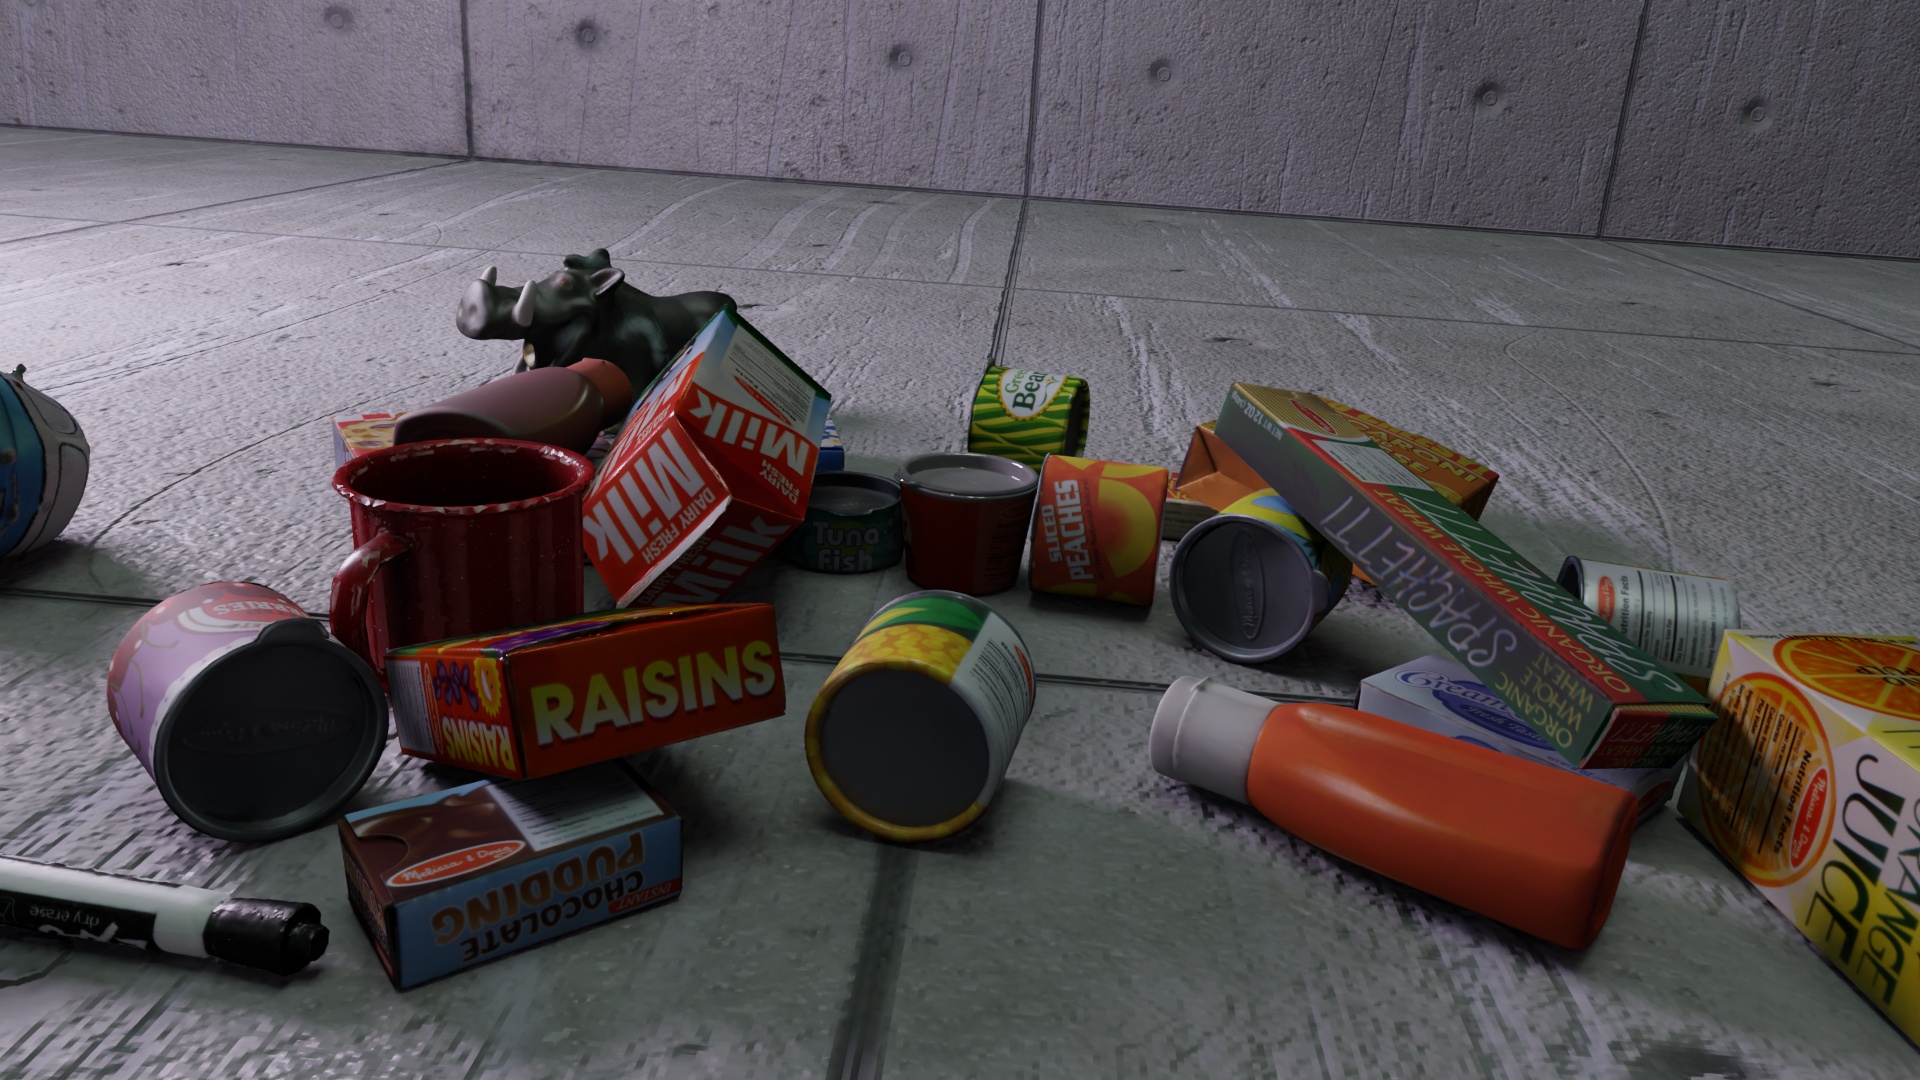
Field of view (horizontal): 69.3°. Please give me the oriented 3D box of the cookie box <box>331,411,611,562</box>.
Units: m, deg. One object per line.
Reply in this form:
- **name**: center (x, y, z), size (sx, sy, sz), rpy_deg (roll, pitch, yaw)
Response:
- **cookie box**: center (-0.240, -0.030, 0.702), size (0.123, 0.040, 0.168), rpy_deg (-8, 23, -29)

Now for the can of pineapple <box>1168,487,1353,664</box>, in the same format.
- **can of pineapple**: center (0.134, 0.015, 0.609), size (0.071, 0.070, 0.058), rpy_deg (14, 21, 27)

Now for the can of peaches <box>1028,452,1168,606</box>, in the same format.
- **can of peaches**: center (0.065, -0.005, 0.649), size (0.058, 0.071, 0.071), rpy_deg (8, 19, 9)

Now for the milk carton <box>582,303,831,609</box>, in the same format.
- **milk carton**: center (-0.115, -0.032, 0.626), size (0.073, 0.072, 0.191), rpy_deg (41, 19, -19)

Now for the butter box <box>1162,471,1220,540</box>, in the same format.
- **butter box**: center (0.108, -0.021, 0.766), size (0.103, 0.024, 0.053), rpy_deg (7, 20, 10)

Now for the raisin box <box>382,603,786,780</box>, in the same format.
- **raisin box**: center (-0.124, 0.045, 0.450), size (0.086, 0.040, 0.123), rpy_deg (-9, 2, -37)

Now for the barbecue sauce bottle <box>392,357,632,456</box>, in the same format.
- **barbecue sauce bottle**: center (-0.201, -0.056, 0.657), size (0.065, 0.043, 0.149), rpy_deg (8, 18, 8)

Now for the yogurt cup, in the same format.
- **yogurt cup**: center (0.002, -0.008, 0.666), size (0.072, 0.053, 0.072), rpy_deg (4, 19, -1)

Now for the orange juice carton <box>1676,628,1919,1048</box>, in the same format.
- **orange juice carton**: center (0.296, 0.097, 0.396), size (0.072, 0.072, 0.193), rpy_deg (2, 20, -4)

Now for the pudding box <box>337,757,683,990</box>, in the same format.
- **pudding box**: center (-0.128, 0.090, 0.397), size (0.084, 0.030, 0.050), rpy_deg (-11, 25, -36)

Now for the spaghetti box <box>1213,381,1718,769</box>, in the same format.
- **spaghetti box**: center (0.184, 0.003, 0.553), size (0.050, 0.028, 0.251), rpy_deg (5, 29, -26)

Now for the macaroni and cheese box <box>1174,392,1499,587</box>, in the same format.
- **macaroni and cheese box**: center (0.208, -0.033, 0.749), size (0.124, 0.040, 0.167), rpy_deg (29, 26, 25)

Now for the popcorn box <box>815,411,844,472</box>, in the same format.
- **popcorn box**: center (-0.115, -0.053, 0.795), size (0.085, 0.038, 0.127), rpy_deg (-1, 20, -11)

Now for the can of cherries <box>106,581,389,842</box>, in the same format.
- **can of cherries**: center (-0.222, 0.049, 0.435), size (0.072, 0.071, 0.058), rpy_deg (-13, 25, -41)

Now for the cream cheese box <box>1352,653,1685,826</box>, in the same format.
- **cream cheese box**: center (0.204, 0.075, 0.514), size (0.053, 0.024, 0.104), rpy_deg (-12, 25, -41)

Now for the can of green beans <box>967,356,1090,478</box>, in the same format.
- **can of green beans**: center (0.042, -0.068, 0.825), size (0.058, 0.071, 0.071), rpy_deg (10, 20, 16)

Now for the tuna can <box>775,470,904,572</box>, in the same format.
- **tuna can**: center (-0.059, -0.009, 0.689), size (0.071, 0.032, 0.071), rpy_deg (3, 19, -1)

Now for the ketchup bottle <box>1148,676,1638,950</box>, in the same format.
- **ketchup bottle**: center (0.135, 0.081, 0.453), size (0.149, 0.043, 0.065), rpy_deg (16, 22, 32)

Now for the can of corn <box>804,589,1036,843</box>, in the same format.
- **can of corn**: center (-0.015, 0.058, 0.460), size (0.071, 0.071, 0.058), rpy_deg (8, 20, 11)

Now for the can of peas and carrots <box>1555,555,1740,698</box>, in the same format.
- **can of peas and carrots**: center (0.270, 0.044, 0.557), size (0.059, 0.070, 0.071), rpy_deg (9, 20, 13)
